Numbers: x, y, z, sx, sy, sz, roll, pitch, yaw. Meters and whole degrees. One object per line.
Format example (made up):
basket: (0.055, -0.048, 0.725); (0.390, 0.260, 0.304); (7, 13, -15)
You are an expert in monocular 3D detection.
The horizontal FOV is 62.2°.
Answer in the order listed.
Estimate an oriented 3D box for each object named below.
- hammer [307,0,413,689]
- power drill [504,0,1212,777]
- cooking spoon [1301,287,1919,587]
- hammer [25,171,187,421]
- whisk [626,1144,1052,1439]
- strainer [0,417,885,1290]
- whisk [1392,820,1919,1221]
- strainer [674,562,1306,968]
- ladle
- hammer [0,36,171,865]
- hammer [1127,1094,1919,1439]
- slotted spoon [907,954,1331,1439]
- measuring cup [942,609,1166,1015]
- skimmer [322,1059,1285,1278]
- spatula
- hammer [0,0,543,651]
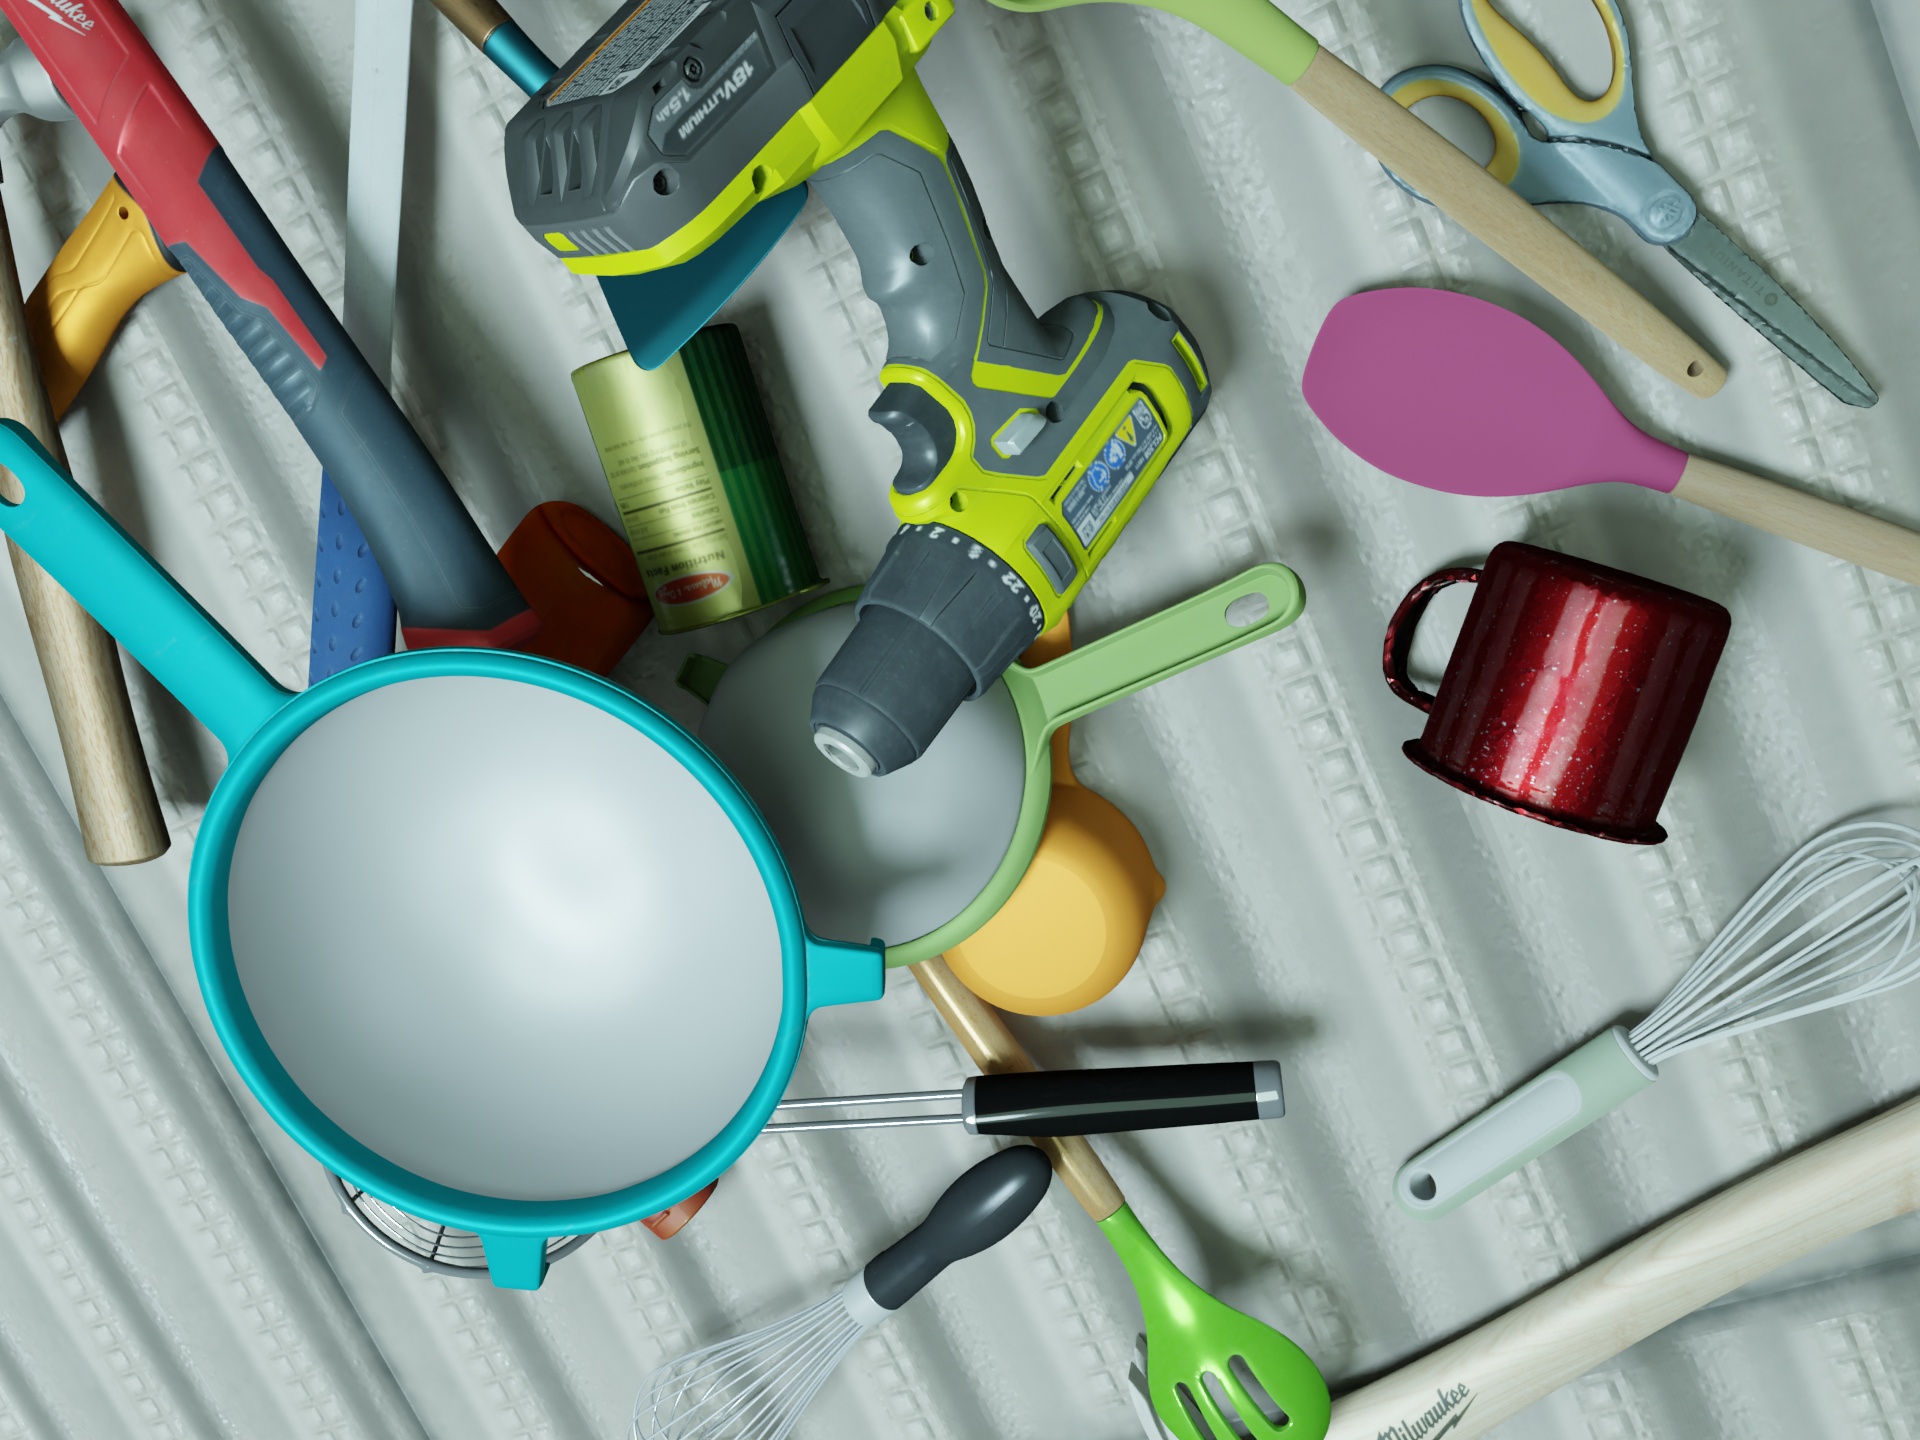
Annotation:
hammer: (-0.225, -0.126, 0.614); (0.144, 0.035, 0.405); (8, 100, 9)
power drill: (-0.026, -0.111, 0.489); (0.080, 0.190, 0.228); (14, 151, 47)
cooking spoon: (0.274, -0.077, 0.552); (0.319, 0.017, 0.068); (21, 121, 6)
hammer: (-0.436, -0.109, 0.691); (0.127, 0.034, 0.337); (45, 110, -4)
whisk: (-0.058, 0.264, 0.686); (0.070, 0.070, 0.284); (43, 115, -2)
strainer: (-0.193, 0.021, 0.556); (0.211, 0.095, 0.340); (-42, 97, 16)
whisk: (0.261, 0.121, 0.599); (0.246, 0.059, 0.058); (-43, 55, 24)
strainer: (-0.001, -0.002, 0.577); (0.256, 0.069, 0.152); (-24, 74, 20)
ladle: (0.128, -0.183, 0.485); (0.320, 0.062, 0.078); (29, 112, -19)
hammer: (-0.380, -0.097, 0.648); (0.130, 0.031, 0.331); (-2, 107, 11)
hammer: (0.260, 0.223, 0.633); (0.410, 0.038, 0.146); (-38, 94, 19)
slotted spoon: (0.044, 0.181, 0.653); (0.070, 0.031, 0.314); (-37, 86, 19)
measuring cup: (0.030, 0.033, 0.619); (0.095, 0.052, 0.173); (2, 108, 12)
skimmer: (-0.060, 0.145, 0.614); (0.363, 0.090, 0.127); (-6, 60, 10)
spatula: (-0.179, -0.256, 0.544); (0.082, 0.044, 0.317); (-44, 88, 13)
hammer: (-0.259, -0.193, 0.566); (0.143, 0.038, 0.386); (-34, 95, -2)
